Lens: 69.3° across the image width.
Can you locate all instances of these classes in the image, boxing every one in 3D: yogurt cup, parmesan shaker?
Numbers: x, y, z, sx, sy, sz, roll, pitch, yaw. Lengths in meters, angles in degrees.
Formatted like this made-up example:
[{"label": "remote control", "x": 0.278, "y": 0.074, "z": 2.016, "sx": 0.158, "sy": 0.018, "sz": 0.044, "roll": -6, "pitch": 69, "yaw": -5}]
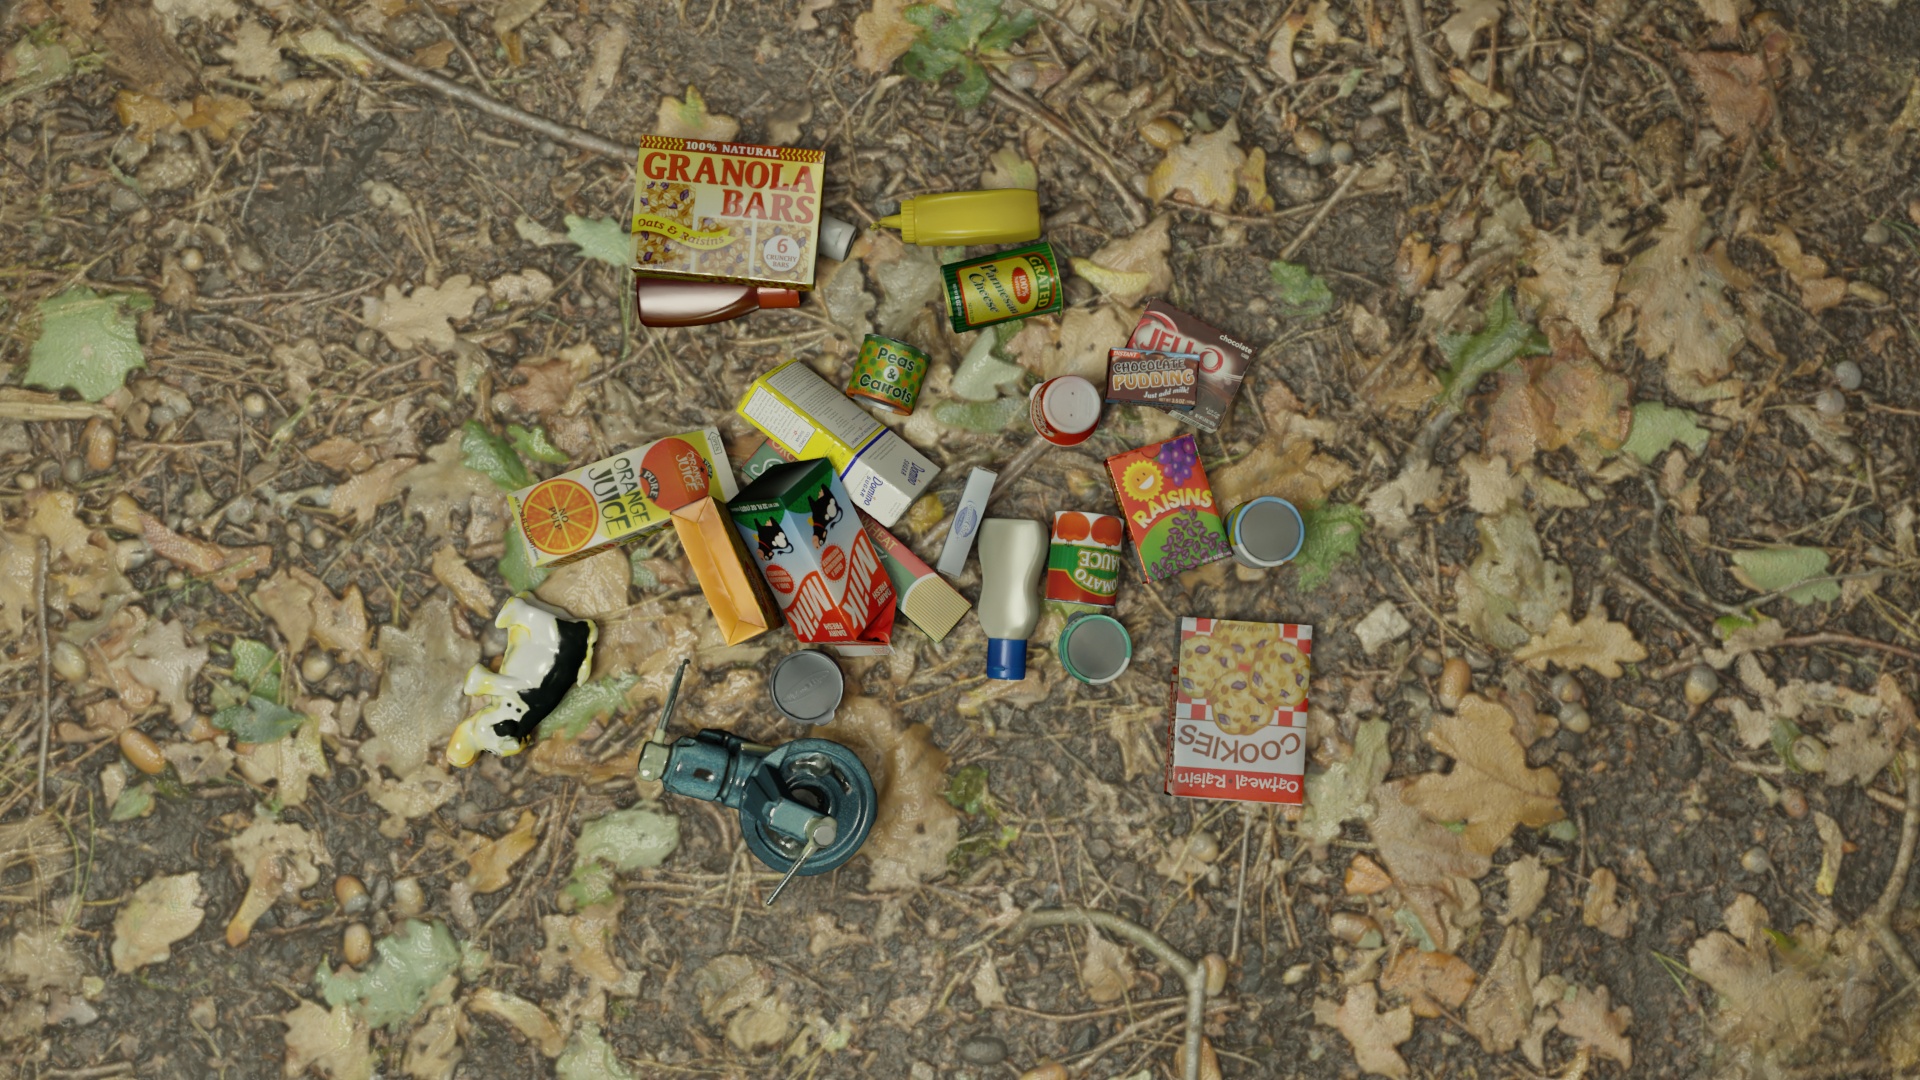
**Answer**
[{"label": "yogurt cup", "x": 0.101, "y": -0.124, "z": 1.297, "sx": 0.072, "sy": 0.054, "sz": 0.072, "roll": 0, "pitch": 88, "yaw": -3}, {"label": "parmesan shaker", "x": 0.038, "y": -0.232, "z": 1.295, "sx": 0.103, "sy": 0.071, "sz": 0.071, "roll": -13, "pitch": 88, "yaw": -2}]

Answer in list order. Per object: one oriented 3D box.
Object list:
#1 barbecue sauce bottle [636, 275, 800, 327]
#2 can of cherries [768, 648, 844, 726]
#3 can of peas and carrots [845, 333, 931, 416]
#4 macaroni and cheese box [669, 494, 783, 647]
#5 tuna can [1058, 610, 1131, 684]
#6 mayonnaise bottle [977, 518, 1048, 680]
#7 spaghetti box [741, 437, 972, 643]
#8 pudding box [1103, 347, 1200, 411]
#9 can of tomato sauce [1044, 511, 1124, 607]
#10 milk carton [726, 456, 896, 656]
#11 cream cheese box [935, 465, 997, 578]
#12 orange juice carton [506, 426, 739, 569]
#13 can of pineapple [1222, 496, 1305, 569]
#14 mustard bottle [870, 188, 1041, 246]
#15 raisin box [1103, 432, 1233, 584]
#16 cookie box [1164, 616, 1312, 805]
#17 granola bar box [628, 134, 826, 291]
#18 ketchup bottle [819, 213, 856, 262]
[{"label": "barbecue sauce bottle", "x": -0.225, "y": -0.233, "z": 1.296, "sx": 0.149, "sy": 0.043, "sz": 0.065, "roll": -3, "pitch": 87, "yaw": -3}, {"label": "can of cherries", "x": -0.139, "y": 0.135, "z": 1.272, "sx": 0.071, "sy": 0.058, "sz": 0.071, "roll": 0, "pitch": 87, "yaw": -3}, {"label": "can of peas and carrots", "x": -0.066, "y": -0.153, "z": 1.284, "sx": 0.071, "sy": 0.071, "sz": 0.058, "roll": 19, "pitch": 87, "yaw": -1}, {"label": "macaroni and cheese box", "x": -0.201, "y": 0.028, "z": 1.221, "sx": 0.040, "sy": 0.166, "sz": 0.123, "roll": -23, "pitch": 89, "yaw": -3}, {"label": "tuna can", "x": 0.124, "y": 0.099, "z": 1.296, "sx": 0.071, "sy": 0.033, "sz": 0.071, "roll": 0, "pitch": 87, "yaw": -2}, {"label": "mayonnaise bottle", "x": 0.046, "y": 0.054, "z": 1.288, "sx": 0.065, "sy": 0.041, "sz": 0.148, "roll": 3, "pitch": 88, "yaw": 24}, {"label": "spaghetti box", "x": -0.097, "y": -0.003, "z": 1.296, "sx": 0.250, "sy": 0.028, "sz": 0.050, "roll": 42, "pitch": 86, "yaw": 0}, {"label": "pudding box", "x": 0.176, "y": -0.149, "z": 1.275, "sx": 0.084, "sy": 0.030, "sz": 0.049, "roll": 6, "pitch": 87, "yaw": 1}, {"label": "can of tomato sauce", "x": 0.116, "y": 0.018, "z": 1.282, "sx": 0.071, "sy": 0.071, "sz": 0.083, "roll": 7, "pitch": 87, "yaw": -2}, {"label": "milk carton", "x": -0.122, "y": 0.026, "z": 1.241, "sx": 0.074, "sy": 0.072, "sz": 0.190, "roll": -47, "pitch": 121, "yaw": -42}, {"label": "cream cheese box", "x": 0.005, "y": -0.016, "z": 1.288, "sx": 0.024, "sy": 0.053, "sz": 0.104, "roll": 20, "pitch": 86, "yaw": -3}, {"label": "orange juice carton", "x": -0.302, "y": -0.039, "z": 1.268, "sx": 0.193, "sy": 0.073, "sz": 0.072, "roll": -20, "pitch": 88, "yaw": -3}, {"label": "can of pineapple", "x": 0.282, "y": -0.009, "z": 1.295, "sx": 0.071, "sy": 0.058, "sz": 0.071, "roll": 0, "pitch": 87, "yaw": -2}, {"label": "mustard bottle", "x": -0.005, "y": -0.301, "z": 1.299, "sx": 0.160, "sy": 0.065, "sz": 0.048, "roll": -2, "pitch": 92, "yaw": 2}, {"label": "raisin box", "x": 0.193, "y": -0.030, "z": 1.303, "sx": 0.086, "sy": 0.040, "sz": 0.123, "roll": -18, "pitch": 87, "yaw": -2}, {"label": "cookie box", "x": 0.258, "y": 0.158, "z": 1.295, "sx": 0.123, "sy": 0.040, "sz": 0.167, "roll": 4, "pitch": 86, "yaw": -2}, {"label": "granola bar box", "x": -0.209, "y": -0.295, "z": 1.258, "sx": 0.166, "sy": 0.039, "sz": 0.124, "roll": 5, "pitch": 88, "yaw": -2}, {"label": "ketchup bottle", "x": -0.172, "y": -0.304, "z": 1.302, "sx": 0.149, "sy": 0.043, "sz": 0.064, "roll": 21, "pitch": 89, "yaw": -1}]
